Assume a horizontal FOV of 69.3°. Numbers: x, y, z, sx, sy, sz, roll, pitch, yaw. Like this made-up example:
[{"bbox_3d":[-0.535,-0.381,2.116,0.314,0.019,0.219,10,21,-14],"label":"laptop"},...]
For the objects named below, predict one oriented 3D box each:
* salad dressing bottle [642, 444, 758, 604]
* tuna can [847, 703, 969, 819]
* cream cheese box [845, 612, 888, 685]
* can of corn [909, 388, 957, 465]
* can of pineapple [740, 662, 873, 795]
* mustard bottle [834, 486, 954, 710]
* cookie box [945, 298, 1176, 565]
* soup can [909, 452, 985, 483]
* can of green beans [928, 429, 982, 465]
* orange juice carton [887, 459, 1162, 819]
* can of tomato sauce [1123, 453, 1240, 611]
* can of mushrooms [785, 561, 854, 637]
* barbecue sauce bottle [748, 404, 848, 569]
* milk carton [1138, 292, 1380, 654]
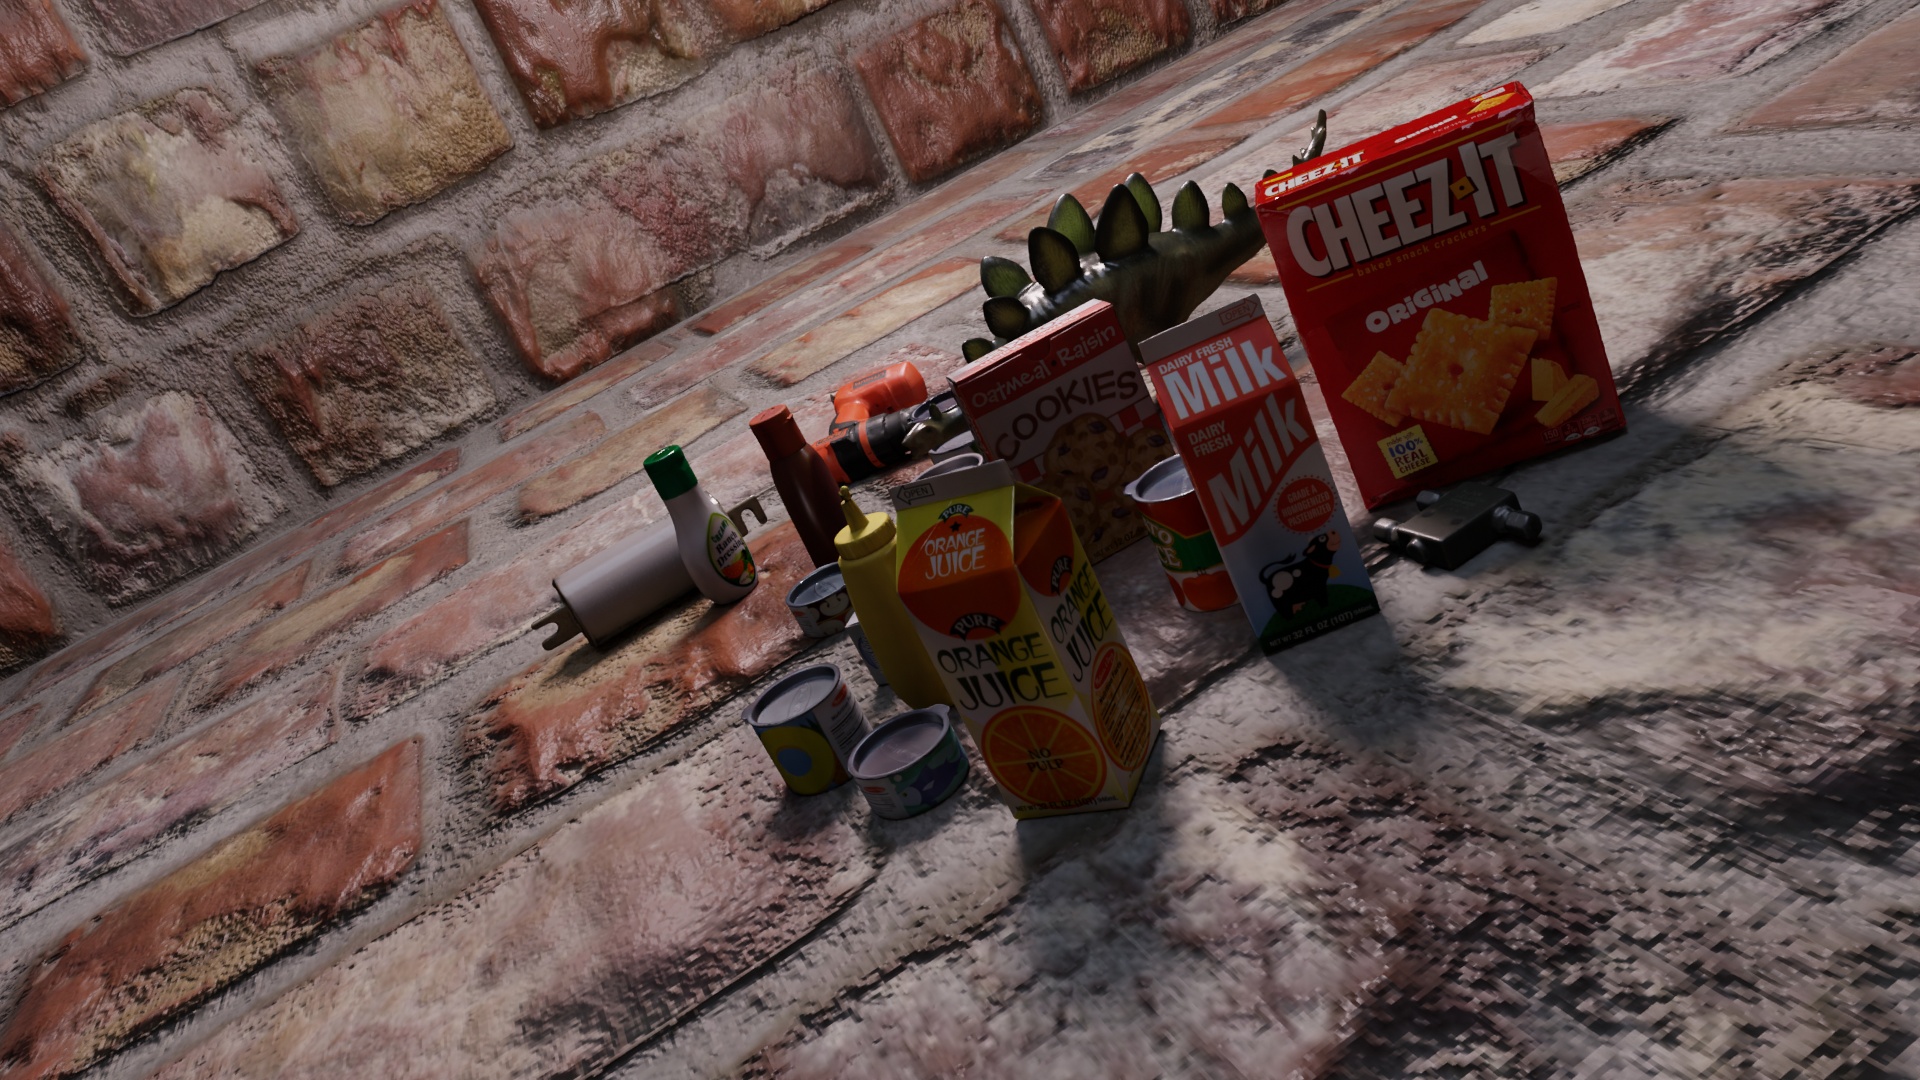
[{"bbox_3d":[-0.235,-0.014,1.250,0.044,0.147,0.064,-13,24,32],"label":"salad dressing bottle"},{"bbox_3d":[-0.028,0.131,0.824,0.071,0.032,0.071,-23,21,9],"label":"tuna can"},{"bbox_3d":[-0.046,0.053,0.999,0.024,0.053,0.104,-16,23,25],"label":"cream cheese box"},{"bbox_3d":[-0.008,-0.106,1.332,0.071,0.058,0.071,-23,21,9],"label":"can of corn"},{"bbox_3d":[-0.096,0.121,0.890,0.071,0.057,0.071,-23,21,9],"label":"can of pineapple"},{"bbox_3d":[-0.042,0.032,0.895,0.048,0.159,0.066,-14,24,30],"label":"mustard bottle"},{"bbox_3d":[0.081,-0.069,0.984,0.123,0.167,0.040,-29,20,-6],"label":"cookie box"},{"bbox_3d":[0.004,-0.013,1.059,0.071,0.083,0.071,-23,21,9],"label":"soup can"},{"bbox_3d":[0.013,-0.068,1.217,0.071,0.057,0.071,-23,21,9],"label":"can of green beans"},{"bbox_3d":[0.032,0.047,0.728,0.071,0.192,0.073,-14,24,31],"label":"orange juice carton"},{"bbox_3d":[0.151,-0.006,0.871,0.071,0.083,0.071,-23,21,9],"label":"can of tomato sauce"},{"bbox_3d":[-0.101,0.045,1.112,0.071,0.033,0.071,-23,21,9],"label":"can of mushrooms"},{"bbox_3d":[-0.133,-0.046,1.205,0.043,0.148,0.065,-18,22,22],"label":"barbecue sauce bottle"},{"bbox_3d":[0.166,-0.040,0.782,0.072,0.190,0.074,-23,20,9],"label":"milk carton"}]
